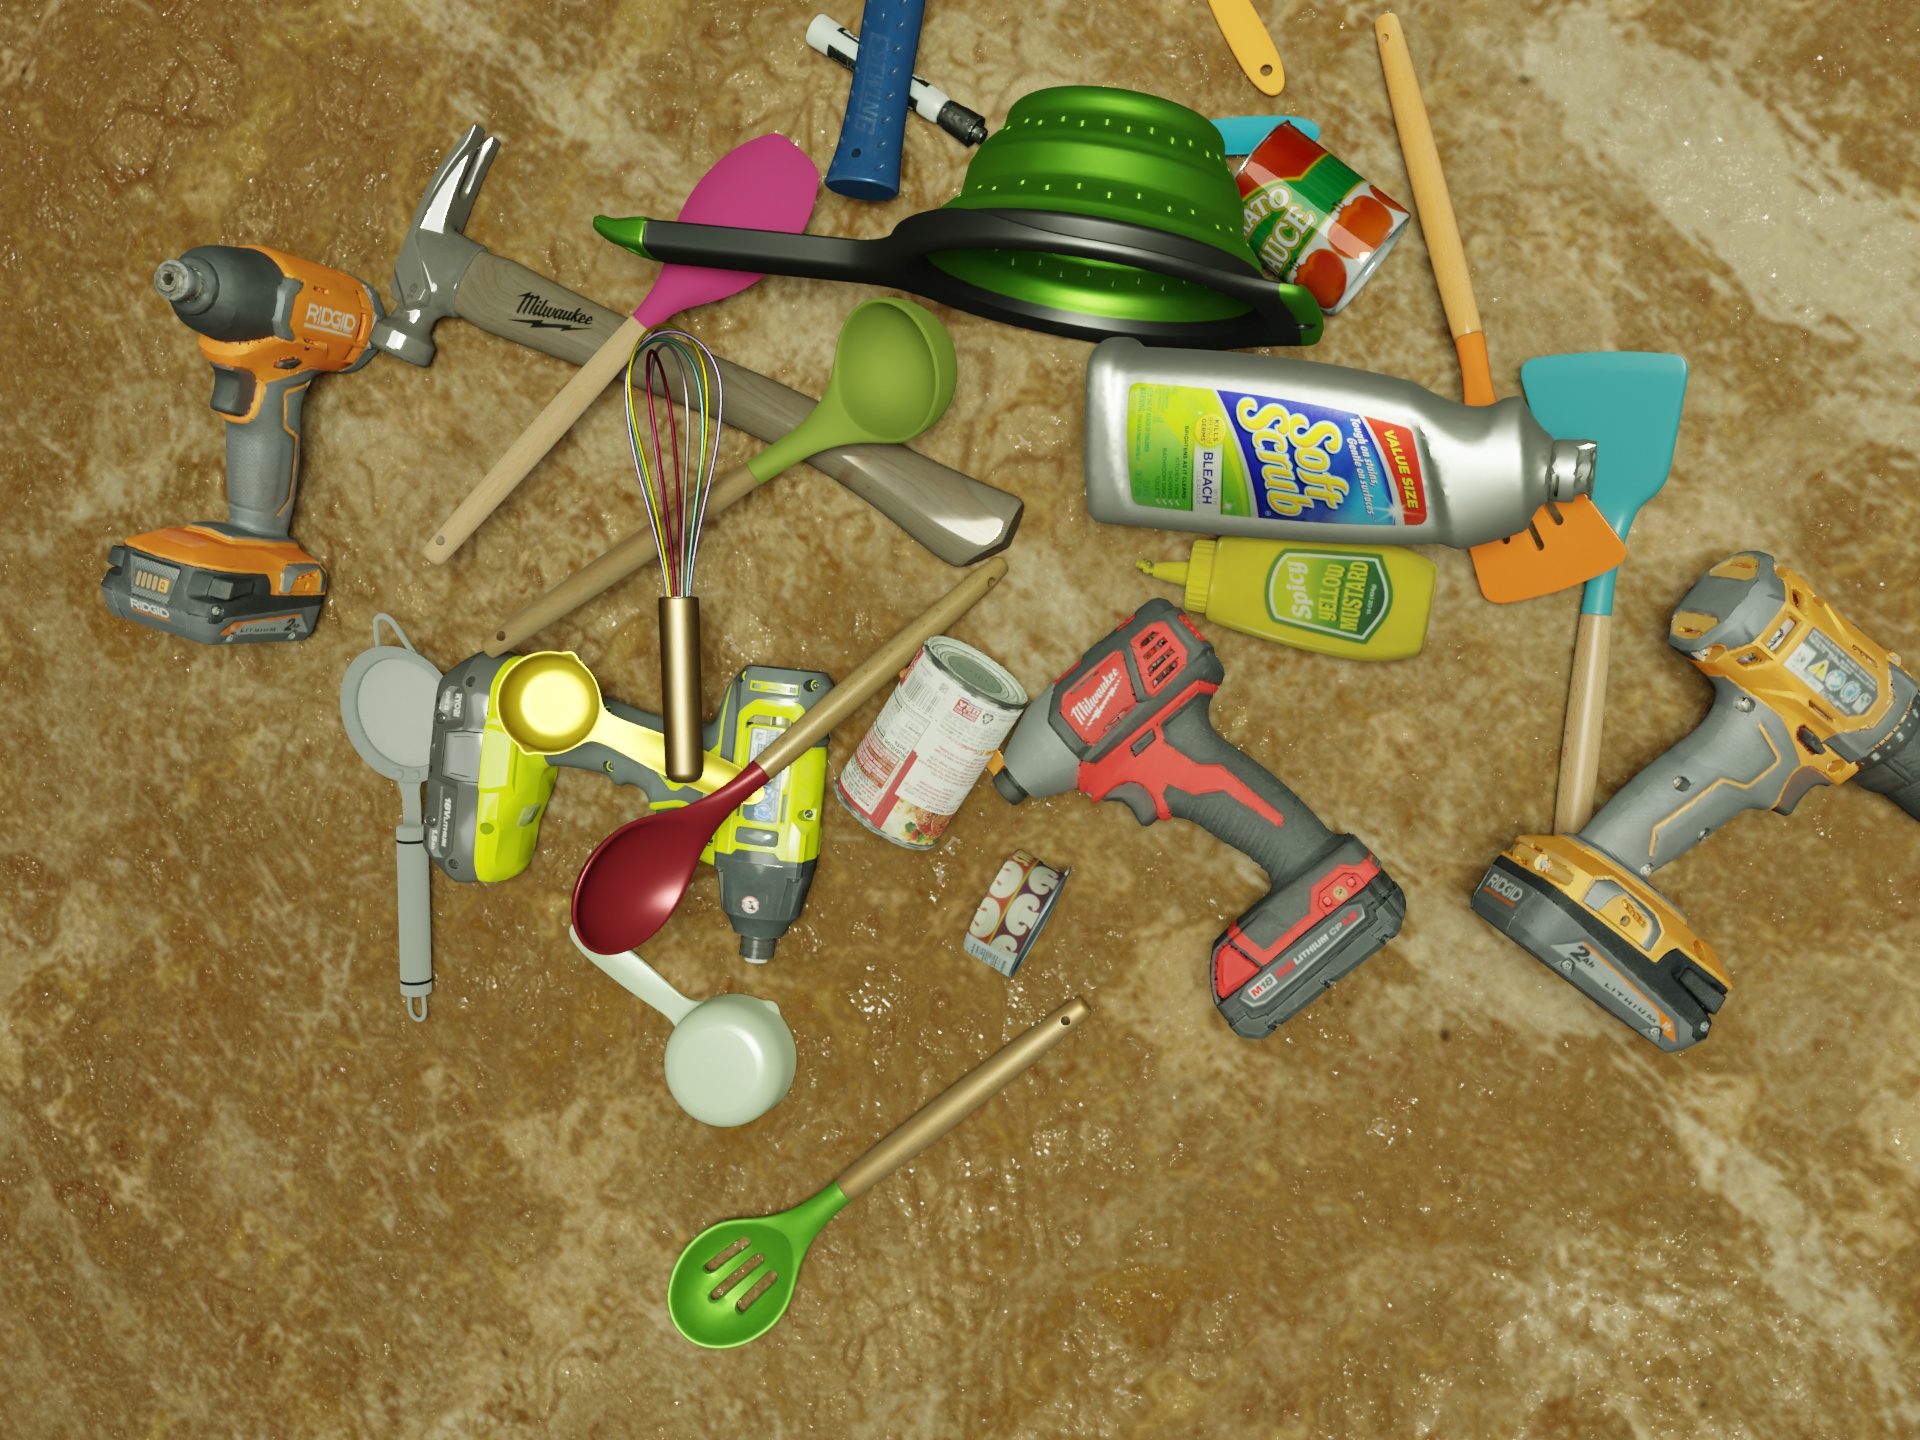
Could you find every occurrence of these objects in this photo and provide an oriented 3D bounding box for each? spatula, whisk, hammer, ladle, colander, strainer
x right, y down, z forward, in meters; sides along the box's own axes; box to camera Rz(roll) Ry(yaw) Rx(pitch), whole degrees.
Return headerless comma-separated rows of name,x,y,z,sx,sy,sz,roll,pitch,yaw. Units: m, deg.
spatula,0.327,-0.030,0.838,0.082,0.044,0.317,7,96,35
whisk,-0.156,-0.088,0.852,0.051,0.047,0.245,1,97,13
hammer,-0.016,-0.493,0.882,0.144,0.035,0.405,9,90,11
ladle,-0.090,0.010,0.875,0.315,0.069,0.031,-41,44,-14
spatula,0.267,-0.223,0.839,0.081,0.041,0.323,-21,77,47
hammer,-0.148,-0.207,0.933,0.411,0.038,0.146,26,96,9
ladle,-0.141,-0.125,0.882,0.320,0.062,0.078,-32,81,8
colander,-0.006,-0.270,0.822,0.397,0.204,0.094,11,93,17
strainer,-0.338,0.061,0.982,0.087,0.050,0.258,4,99,19

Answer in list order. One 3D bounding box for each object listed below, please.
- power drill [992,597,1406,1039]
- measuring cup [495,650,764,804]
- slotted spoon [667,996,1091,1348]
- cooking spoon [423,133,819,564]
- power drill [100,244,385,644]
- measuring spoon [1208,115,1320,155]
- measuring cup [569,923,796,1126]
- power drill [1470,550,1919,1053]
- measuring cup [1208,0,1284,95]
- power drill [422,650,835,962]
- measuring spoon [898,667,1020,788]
power drill,0.126,0.057,0.868,0.143,0.078,0.220,-40,81,10
measuring cup,-0.182,0.011,0.888,0.156,0.029,0.062,25,88,-8
slotted spoon,-0.047,0.262,0.936,0.314,0.031,0.070,-40,84,9
cooking spoon,-0.200,-0.209,0.915,0.069,0.017,0.319,44,96,7
power drill,-0.424,-0.163,0.928,0.084,0.164,0.226,17,98,10
measuring spoon,0.133,-0.320,0.883,0.128,0.021,0.042,-2,90,3
measuring cup,-0.175,0.177,0.951,0.167,0.038,0.083,37,99,6
power drill,0.393,0.055,0.800,0.185,0.084,0.226,36,94,-9
measuring cup,0.131,-0.420,0.857,0.095,0.052,0.174,-28,85,11
power drill,-0.191,0.045,0.933,0.223,0.080,0.171,7,93,8
measuring spoon,-0.001,-0.003,0.925,0.021,0.011,0.117,-45,80,21
